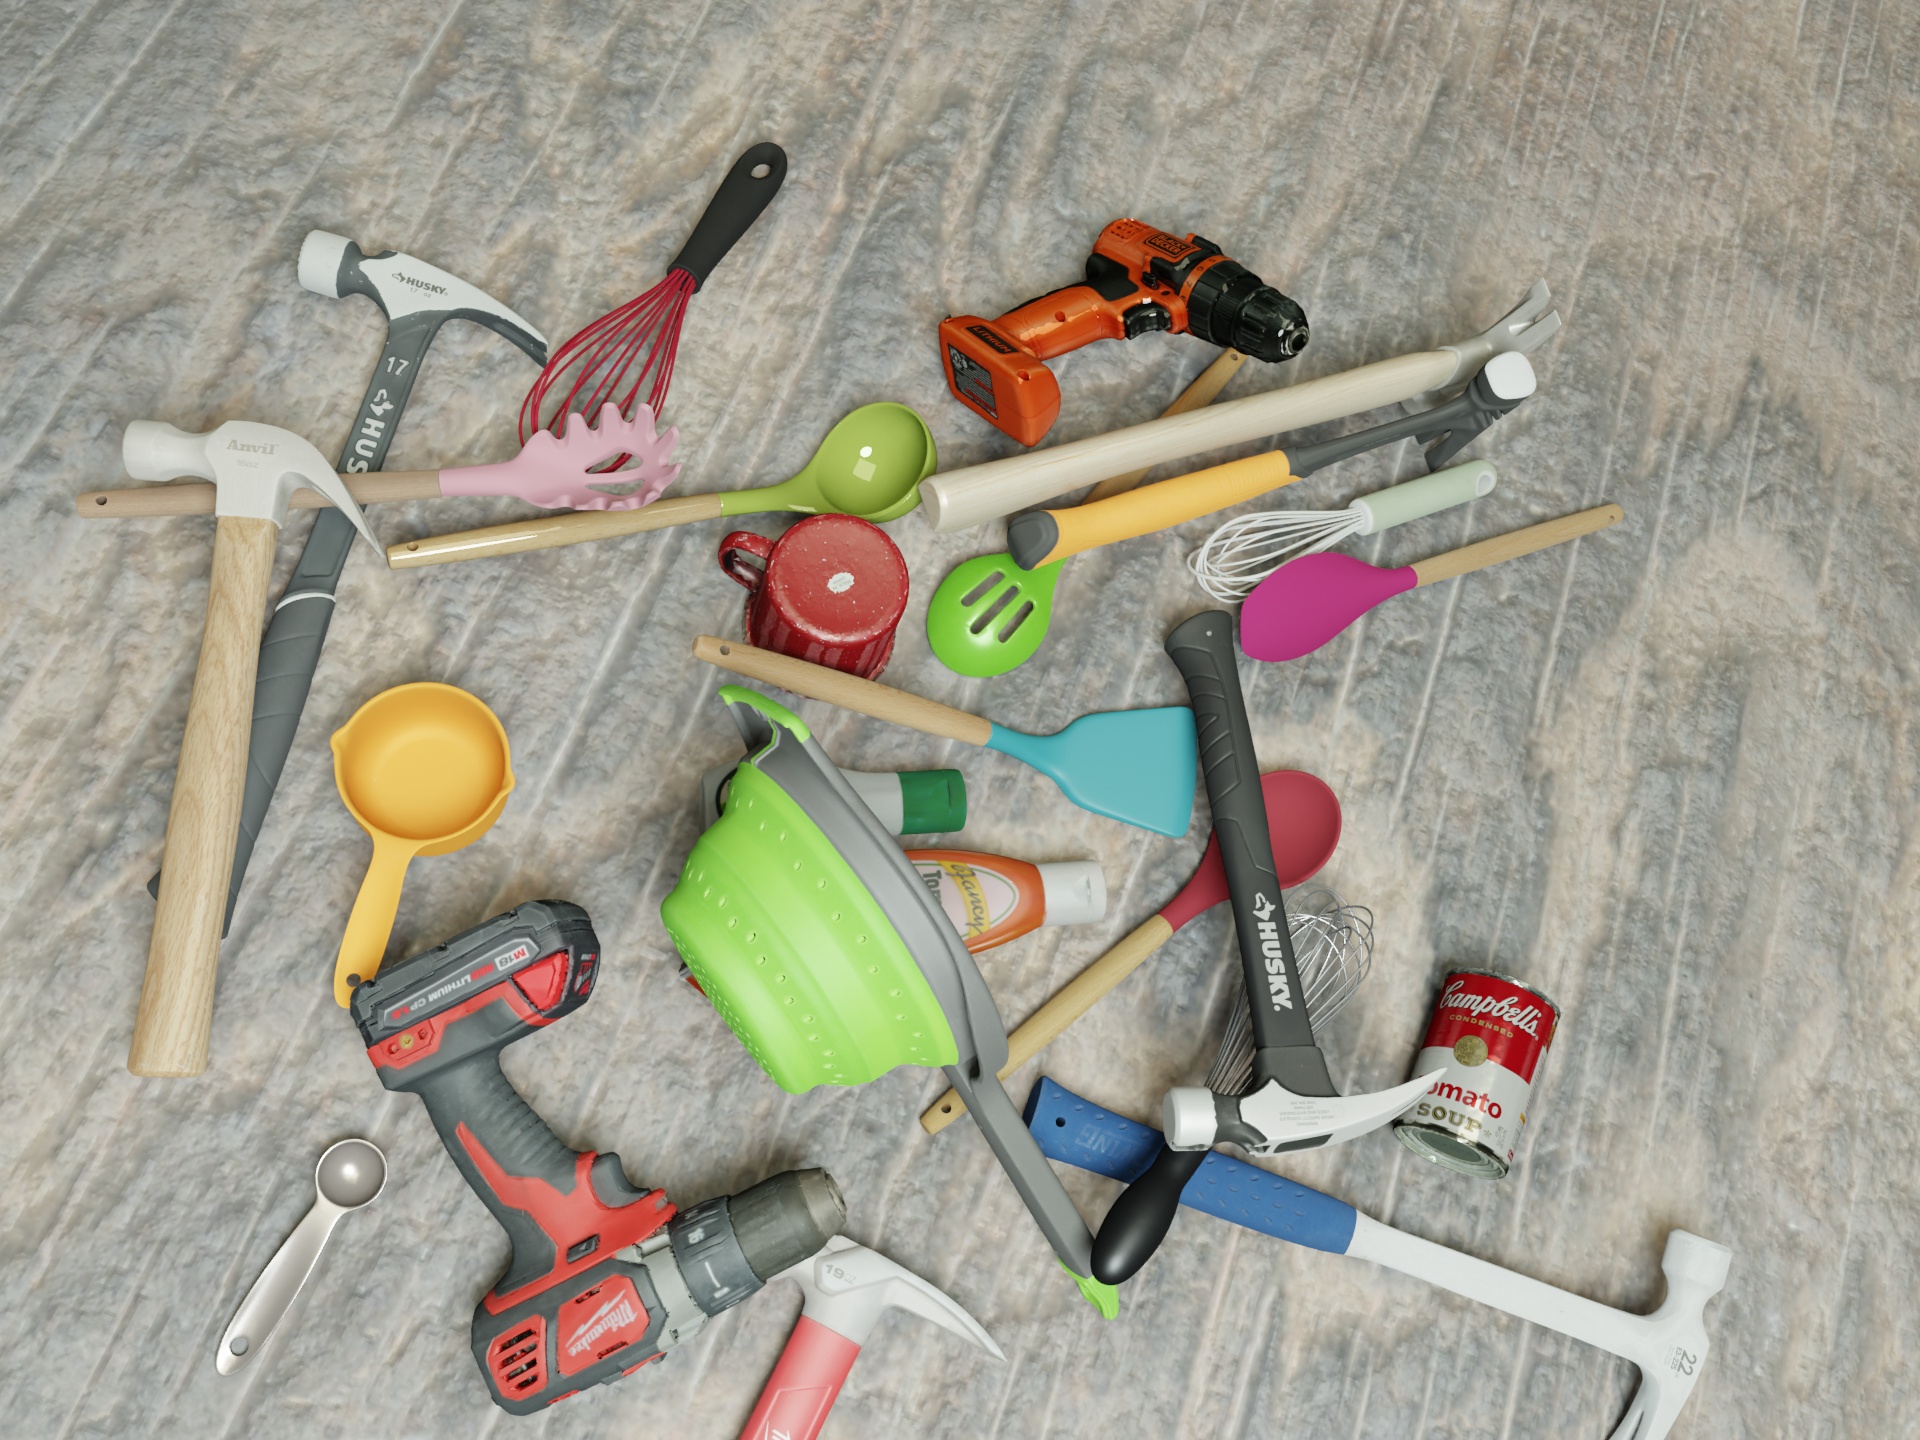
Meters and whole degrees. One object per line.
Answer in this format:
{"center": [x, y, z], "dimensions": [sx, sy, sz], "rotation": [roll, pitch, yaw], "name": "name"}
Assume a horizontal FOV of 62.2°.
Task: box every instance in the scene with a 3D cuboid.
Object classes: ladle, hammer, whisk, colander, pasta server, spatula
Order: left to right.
{"center": [-0.371, 0.010, 0.799], "dimensions": [0.130, 0.031, 0.331], "rotation": [4, 79, -4], "name": "hammer"}
{"center": [-0.350, -0.080, 0.879], "dimensions": [0.149, 0.036, 0.409], "rotation": [15, 70, -9], "name": "hammer"}
{"center": [-0.310, -0.129, 0.858], "dimensions": [0.316, 0.040, 0.060], "rotation": [-5, 77, -8], "name": "pasta server"}
{"center": [-0.177, -0.255, 0.967], "dimensions": [0.073, 0.073, 0.296], "rotation": [28, 62, -3], "name": "whisk"}
{"center": [-0.164, -0.128, 0.913], "dimensions": [0.320, 0.062, 0.078], "rotation": [-13, 60, -21], "name": "ladle"}
{"center": [-0.120, 0.443, 0.762], "dimensions": [0.143, 0.038, 0.386], "rotation": [30, 68, -4], "name": "hammer"}
{"center": [-0.038, 0.172, 0.776], "dimensions": [0.094, 0.205, 0.396], "rotation": [-35, 112, -16], "name": "colander"}
{"center": [-0.001, -0.003, 0.903], "dimensions": [0.317, 0.044, 0.082], "rotation": [16, 72, -29], "name": "spatula"}
{"center": [0.100, 0.134, 0.920], "dimensions": [0.315, 0.031, 0.069], "rotation": [-37, 68, -19], "name": "ladle"}
{"center": [0.149, 0.192, 0.866], "dimensions": [0.070, 0.070, 0.285], "rotation": [43, 55, 3], "name": "whisk"}
{"center": [0.170, -0.186, 0.970], "dimensions": [0.410, 0.146, 0.038], "rotation": [-18, 84, -19], "name": "hammer"}
{"center": [0.167, 0.076, 0.895], "dimensions": [0.146, 0.035, 0.335], "rotation": [0, 56, -7], "name": "hammer"}
{"center": [0.185, -0.152, 0.990], "dimensions": [0.337, 0.127, 0.034], "rotation": [-18, 82, -14], "name": "hammer"}
{"center": [0.253, -0.130, 1.035], "dimensions": [0.246, 0.059, 0.057], "rotation": [-19, 122, -22], "name": "whisk"}
{"center": [0.224, 0.294, 0.884], "dimensions": [0.405, 0.035, 0.144], "rotation": [21, 82, -3], "name": "hammer"}

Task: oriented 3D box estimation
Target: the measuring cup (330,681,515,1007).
{"center": [-0.293, 0.068, 0.836], "dimensions": [0.095, 0.052, 0.174], "rotation": [15, 72, -8], "name": "measuring cup"}

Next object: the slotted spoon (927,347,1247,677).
{"center": [0.091, -0.144, 1.009], "dimensions": [0.070, 0.031, 0.314], "rotation": [43, 67, -1], "name": "slotted spoon"}

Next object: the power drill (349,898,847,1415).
{"center": [-0.179, 0.202, 0.788], "dimensions": [0.188, 0.080, 0.227], "rotation": [-26, 82, -4], "name": "power drill"}

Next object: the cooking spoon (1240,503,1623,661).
{"center": [0.314, -0.100, 1.039], "dimensions": [0.319, 0.017, 0.068], "rotation": [-18, 119, -22], "name": "cooking spoon"}

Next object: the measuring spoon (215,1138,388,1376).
{"center": [-0.326, 0.264, 0.786], "dimensions": [0.034, 0.018, 0.124], "rotation": [31, 75, -2], "name": "measuring spoon"}
